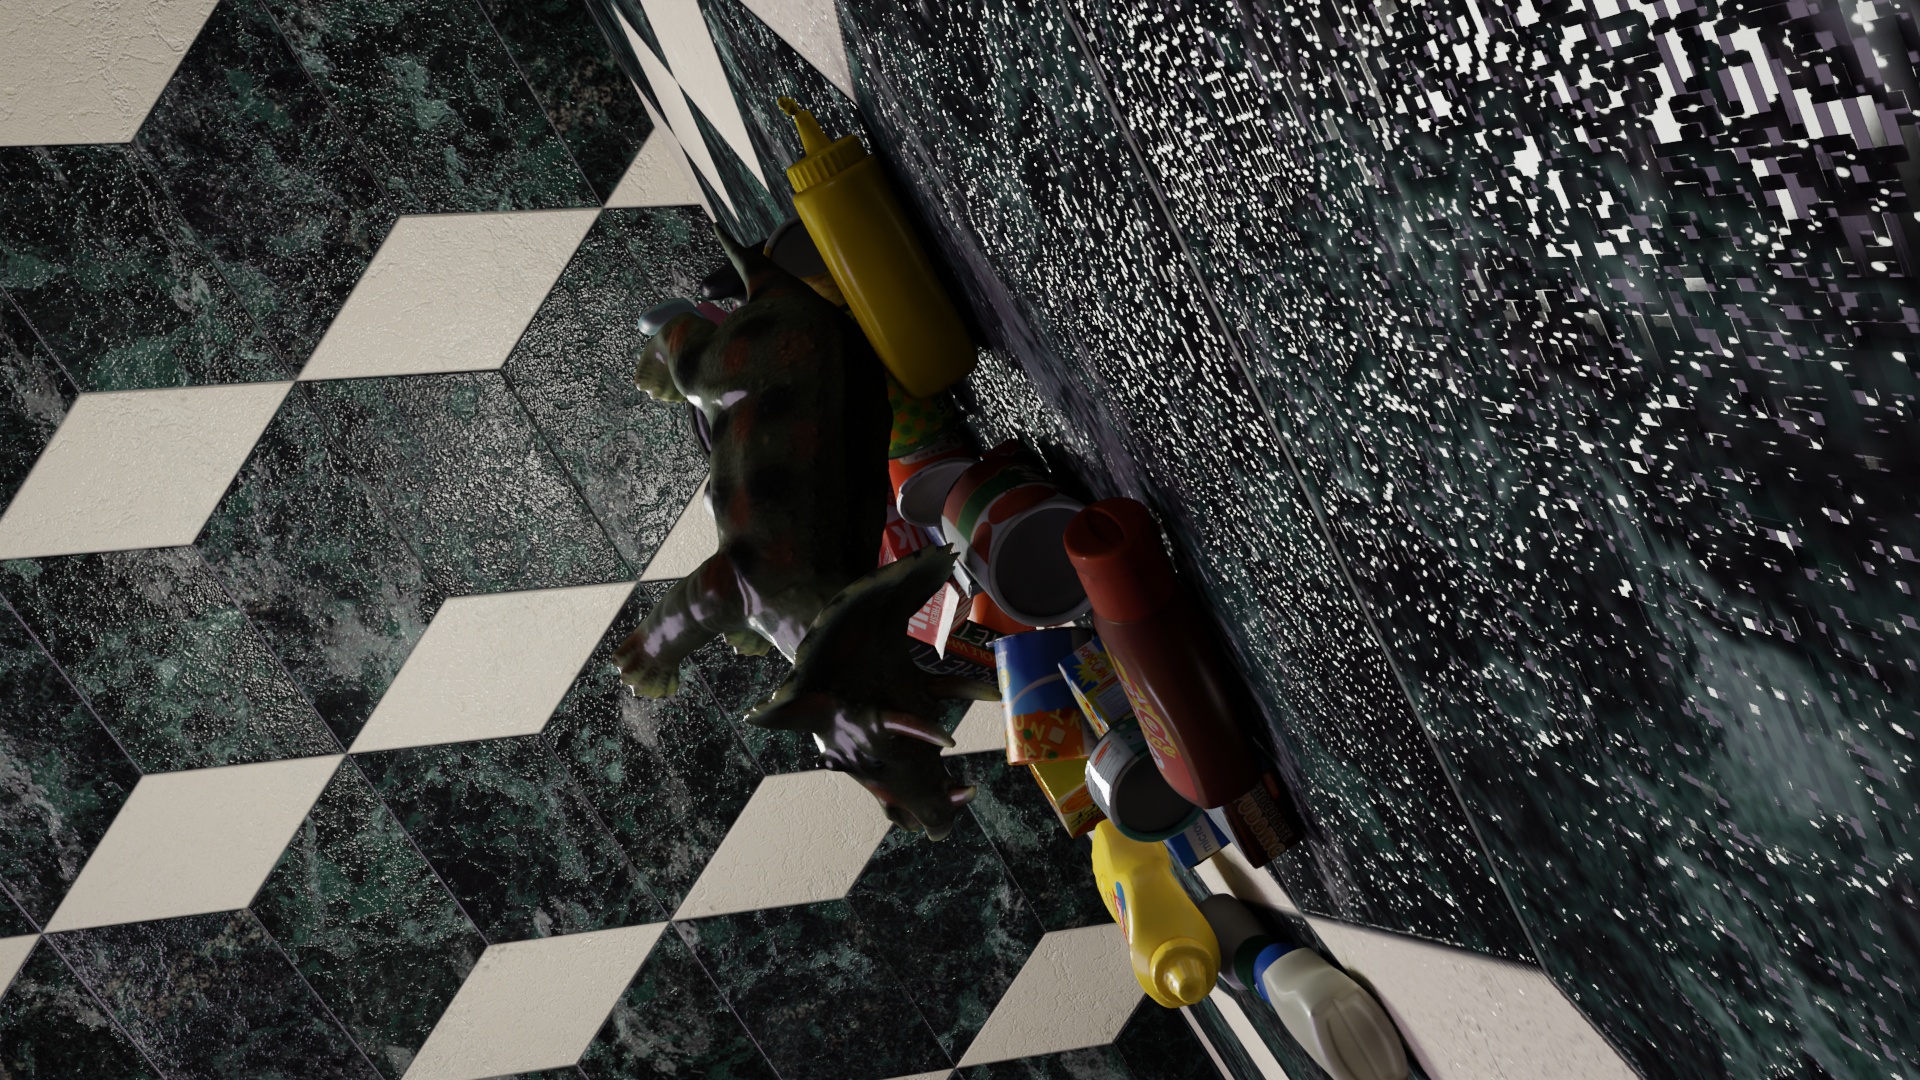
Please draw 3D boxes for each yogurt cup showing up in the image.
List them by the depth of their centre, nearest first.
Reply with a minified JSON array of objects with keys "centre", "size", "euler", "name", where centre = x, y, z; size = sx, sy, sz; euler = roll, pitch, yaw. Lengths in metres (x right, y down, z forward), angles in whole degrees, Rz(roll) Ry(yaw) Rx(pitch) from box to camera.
[{"centre":[-0.019,-0.051,0.974],"size":[0.072,0.072,0.054],"euler":[66,180,-55],"name":"yogurt cup"}]

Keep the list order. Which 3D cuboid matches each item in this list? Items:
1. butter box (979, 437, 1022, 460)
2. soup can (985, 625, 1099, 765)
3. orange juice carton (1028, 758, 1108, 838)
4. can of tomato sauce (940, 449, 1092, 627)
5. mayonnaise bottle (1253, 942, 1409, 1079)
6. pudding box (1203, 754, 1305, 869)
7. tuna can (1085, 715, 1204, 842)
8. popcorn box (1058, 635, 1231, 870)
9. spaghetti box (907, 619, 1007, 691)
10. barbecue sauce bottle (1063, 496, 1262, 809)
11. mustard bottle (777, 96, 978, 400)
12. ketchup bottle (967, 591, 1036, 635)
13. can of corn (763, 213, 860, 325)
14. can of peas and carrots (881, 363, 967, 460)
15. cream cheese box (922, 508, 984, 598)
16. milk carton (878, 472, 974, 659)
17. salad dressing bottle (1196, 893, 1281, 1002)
[{"centre":[0.042,-0.011,0.802],"size":[0.053,0.024,0.103],"euler":[57,175,30],"name":"butter box"},{"centre":[0.056,0.104,0.919],"size":[0.071,0.071,0.084],"euler":[82,-178,-78],"name":"soup can"},{"centre":[0.105,0.203,1.221],"size":[0.072,0.073,0.192],"euler":[57,175,25],"name":"orange juice carton"},{"centre":[0.034,-0.002,0.699],"size":[0.071,0.071,0.083],"euler":[61,175,-23],"name":"can of tomato sauce"},{"centre":[0.198,0.258,0.772],"size":[0.065,0.041,0.148],"euler":[60,177,1],"name":"mayonnaise bottle"},{"centre":[0.125,0.111,0.664],"size":[0.049,0.030,0.084],"euler":[60,176,-26],"name":"pudding box"},{"centre":[0.109,0.134,0.783],"size":[0.071,0.071,0.033],"euler":[61,174,-27],"name":"tuna can"},{"centre":[0.113,0.129,0.852],"size":[0.126,0.038,0.085],"euler":[61,176,-27],"name":"popcorn box"},{"centre":[-0.018,0.079,1.099],"size":[0.250,0.028,0.050],"euler":[23,-147,-22],"name":"spaghetti box"},{"centre":[0.085,0.047,0.589],"size":[0.148,0.044,0.065],"euler":[63,175,-36],"name":"barbecue sauce bottle"},{"centre":[-0.045,-0.148,0.689],"size":[0.159,0.049,0.065],"euler":[61,179,-20],"name":"mustard bottle"},{"centre":[0.027,0.048,1.150],"size":[0.043,0.065,0.148],"euler":[44,158,38],"name":"ketchup bottle"},{"centre":[-0.083,-0.167,0.879],"size":[0.071,0.071,0.058],"euler":[55,174,36],"name":"can of corn"},{"centre":[-0.039,-0.093,0.886],"size":[0.058,0.071,0.071],"euler":[66,173,-25],"name":"can of peas and carrots"},{"centre":[0.004,-0.013,1.005],"size":[0.104,0.053,0.024],"euler":[57,159,26],"name":"cream cheese box"},{"centre":[-0.035,-0.001,1.071],"size":[0.072,0.073,0.191],"euler":[103,154,-43],"name":"milk carton"},{"centre":[0.193,0.278,0.939],"size":[0.147,0.044,0.064],"euler":[128,119,-84],"name":"salad dressing bottle"}]
